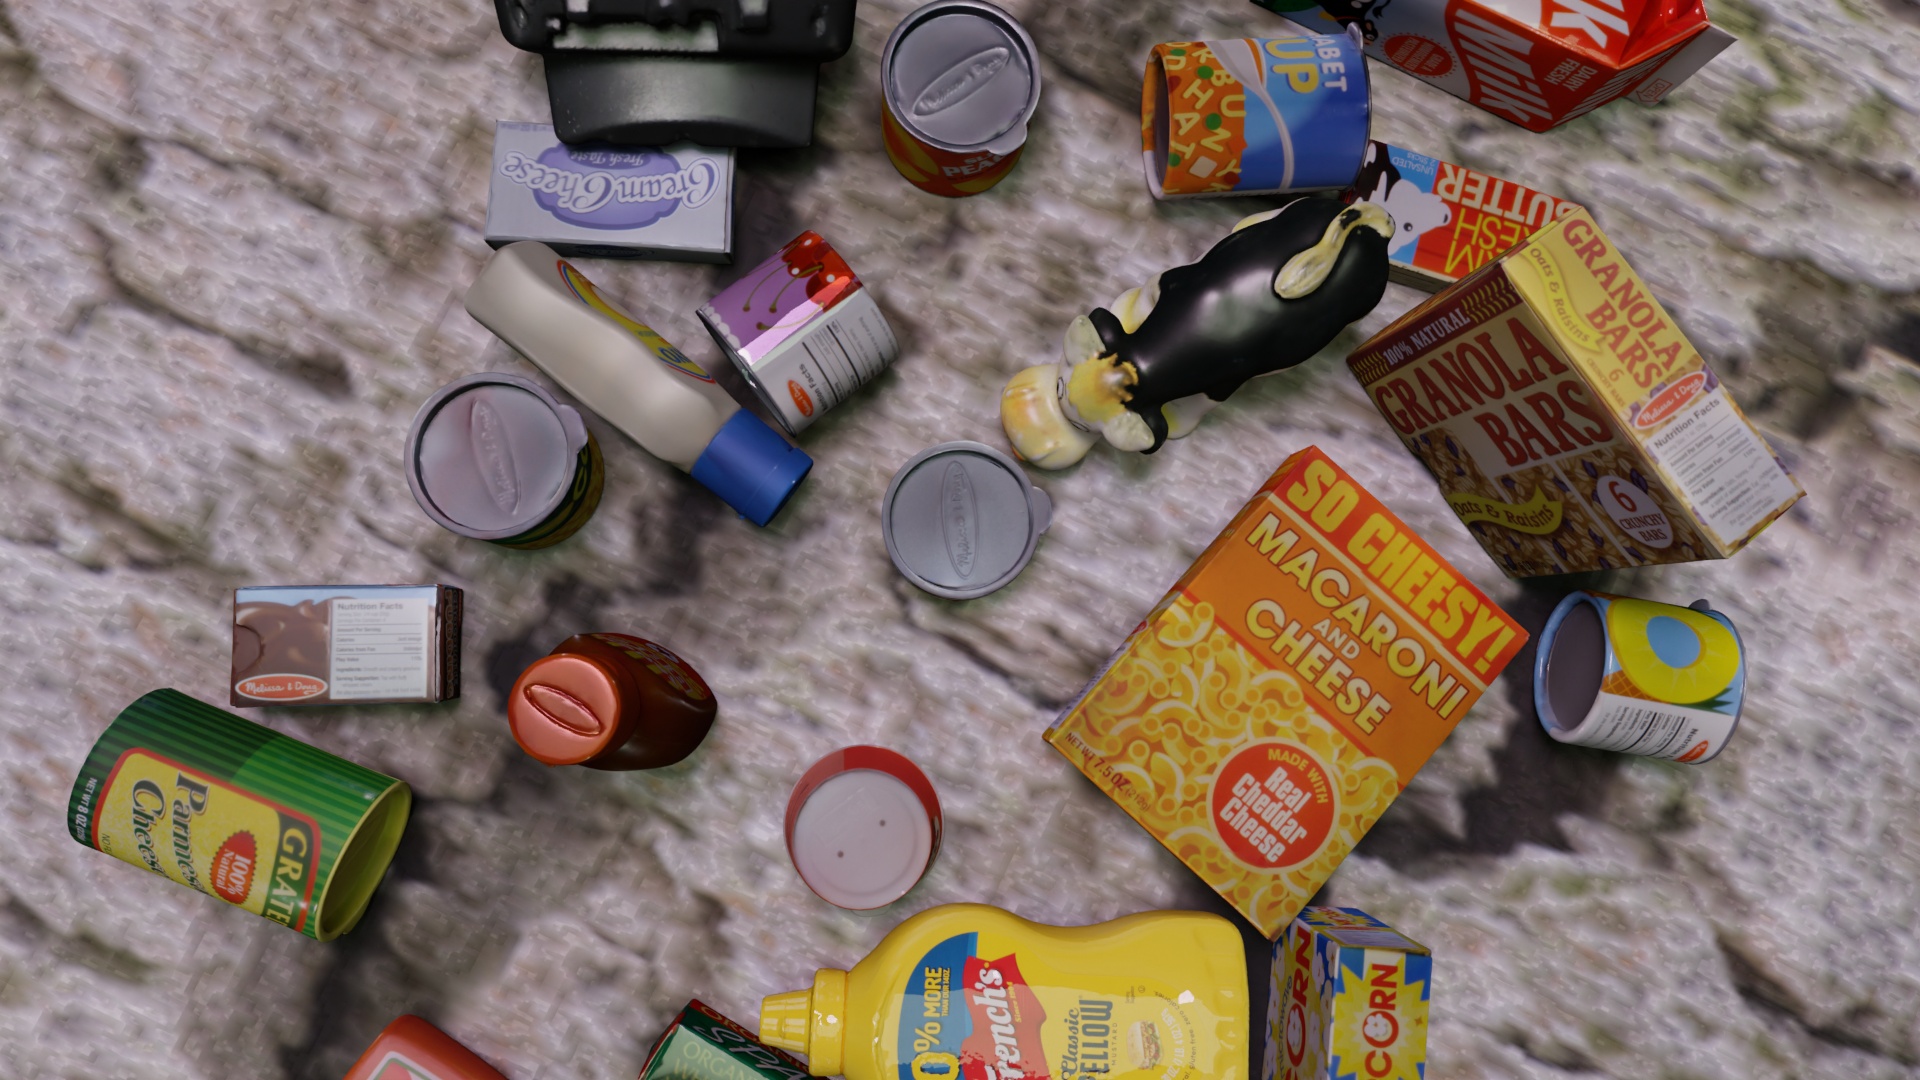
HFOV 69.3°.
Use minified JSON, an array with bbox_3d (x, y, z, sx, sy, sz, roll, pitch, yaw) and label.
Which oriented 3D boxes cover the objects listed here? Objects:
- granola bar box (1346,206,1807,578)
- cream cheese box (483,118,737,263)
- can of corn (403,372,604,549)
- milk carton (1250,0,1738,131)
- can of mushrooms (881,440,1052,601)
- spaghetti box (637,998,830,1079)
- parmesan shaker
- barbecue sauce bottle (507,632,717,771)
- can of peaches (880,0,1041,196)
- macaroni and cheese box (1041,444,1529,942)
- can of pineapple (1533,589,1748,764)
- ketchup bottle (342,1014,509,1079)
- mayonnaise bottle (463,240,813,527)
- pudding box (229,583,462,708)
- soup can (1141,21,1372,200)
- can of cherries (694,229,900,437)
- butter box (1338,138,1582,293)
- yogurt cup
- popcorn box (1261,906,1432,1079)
[{"bbox_3d":[0.224,-0.047,0.539,0.039,0.165,0.124,-36,88,-4],"label":"granola bar box"},{"bbox_3d":[-0.149,-0.150,0.598,0.104,0.024,0.053,3,85,-3],"label":"cream cheese box"},{"bbox_3d":[-0.182,-0.031,0.568,0.071,0.058,0.071,0,85,-3],"label":"can of corn"},{"bbox_3d":[0.233,-0.243,0.606,0.191,0.072,0.073,24,84,0],"label":"milk carton"},{"bbox_3d":[0.002,-0.007,0.589,0.071,0.033,0.071,0,84,-3],"label":"can of mushrooms"},{"bbox_3d":[-0.013,0.261,0.554,0.250,0.050,0.029,31,82,0],"label":"spaghetti box"},{"bbox_3d":[-0.282,0.109,0.546,0.103,0.071,0.071,22,84,-1],"label":"parmesan shaker"},{"bbox_3d":[-0.130,0.060,0.517,0.065,0.148,0.044,31,85,0],"label":"barbecue sauce bottle"},{"bbox_3d":[0.000,-0.185,0.594,0.071,0.058,0.071,0,85,-4],"label":"can of peaches"},{"bbox_3d":[0.135,0.062,0.586,0.124,0.040,0.166,42,84,1],"label":"macaroni and cheese box"},{"bbox_3d":[0.283,0.055,0.583,0.058,0.071,0.071,10,84,-2],"label":"can of pineapple"},{"bbox_3d":[-0.180,0.254,0.548,0.149,0.043,0.065,35,84,0],"label":"ketchup bottle"},{"bbox_3d":[-0.129,-0.064,0.574,0.148,0.065,0.041,37,98,-3],"label":"mayonnaise bottle"},{"bbox_3d":[-0.251,0.043,0.571,0.084,0.030,0.049,-1,86,-3],"label":"pudding box"},{"bbox_3d":[0.125,-0.184,0.594,0.084,0.071,0.071,-4,85,-3],"label":"soup can"},{"bbox_3d":[-0.068,-0.088,0.577,0.058,0.071,0.071,-38,88,-6],"label":"can of cherries"},{"bbox_3d":[0.219,-0.137,0.618,0.103,0.024,0.053,16,85,-1],"label":"butter box"},{"bbox_3d":[-0.040,0.118,0.564,0.072,0.054,0.072,0,84,-3],"label":"yogurt cup"},{"bbox_3d":[0.149,0.216,0.549,0.038,0.085,0.126,6,85,-2],"label":"popcorn box"}]
